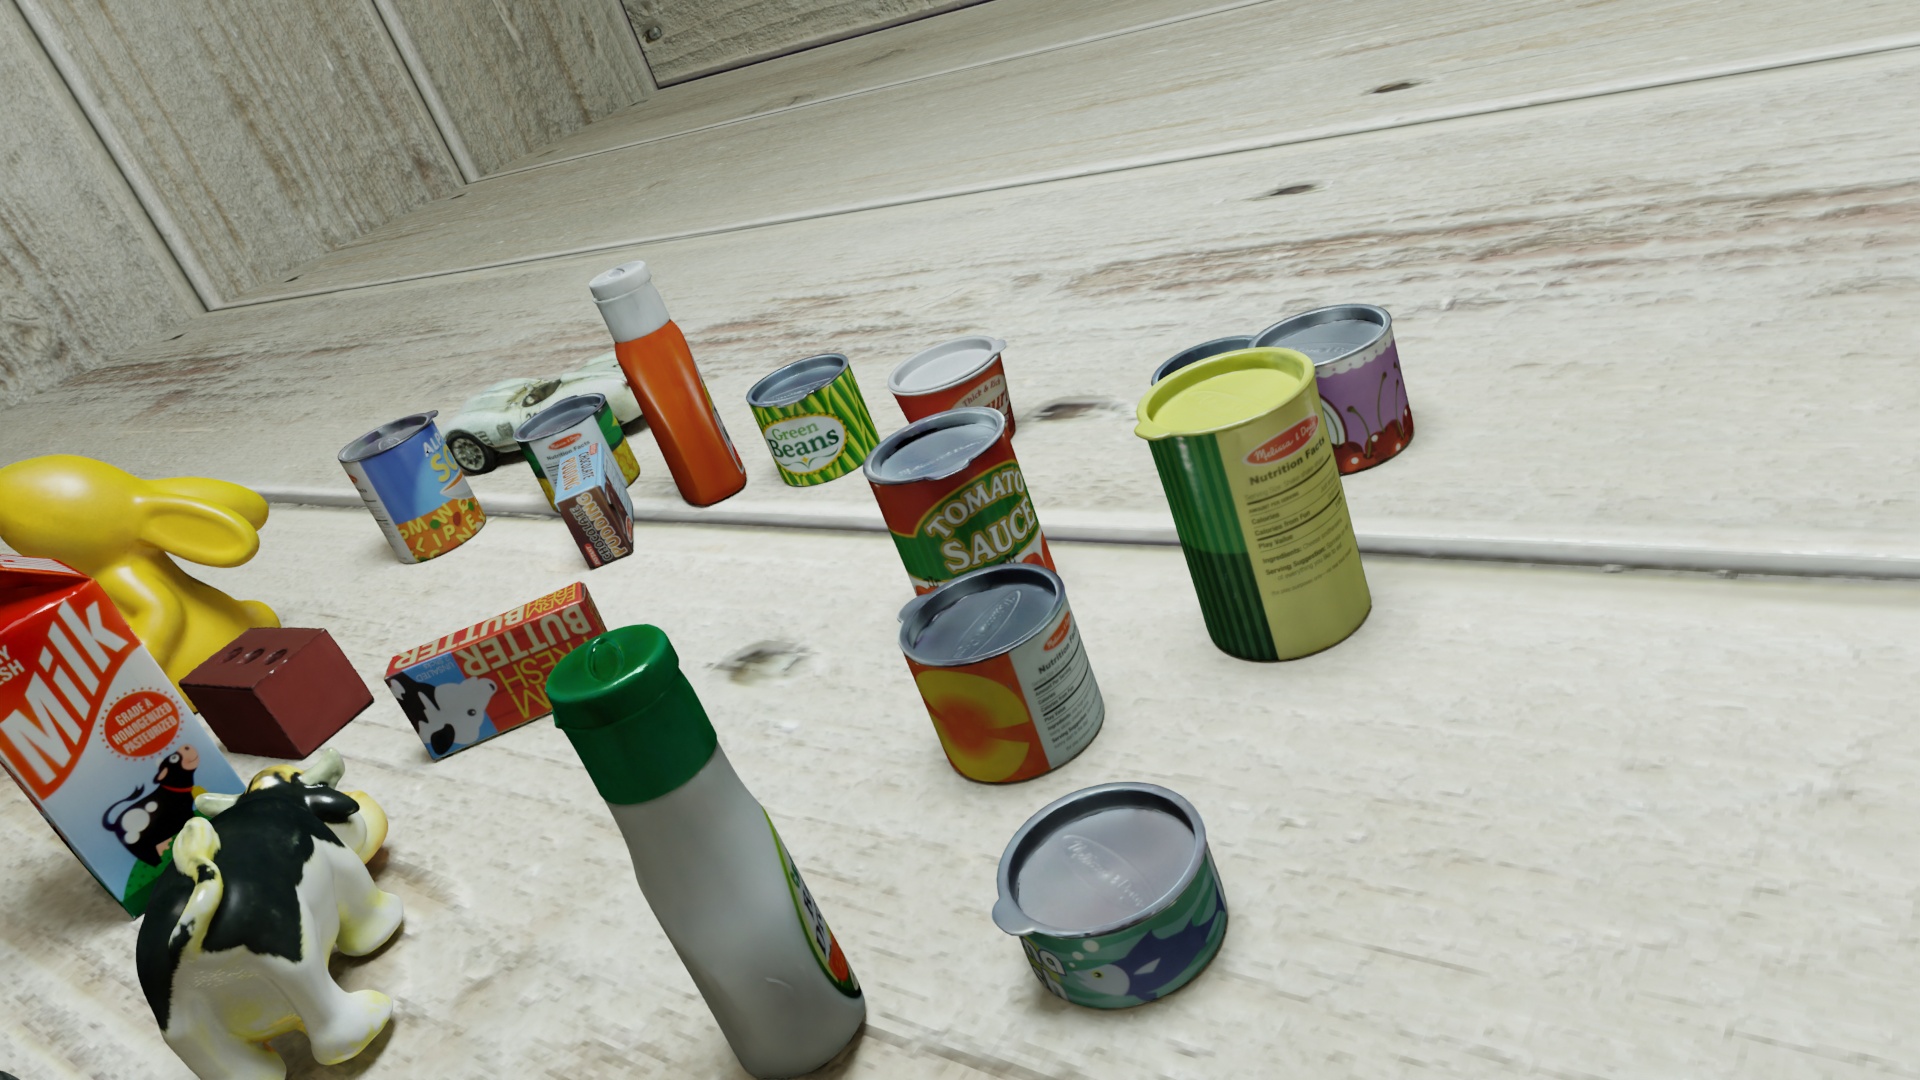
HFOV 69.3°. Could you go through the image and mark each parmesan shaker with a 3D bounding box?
[{"bbox_3d":[0.111,-0.012,0.532,0.071,0.102,0.071,-17,26,9],"label":"parmesan shaker"}]

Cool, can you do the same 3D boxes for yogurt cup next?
[{"bbox_3d":[-0.002,-0.079,0.798,0.072,0.053,0.073,-17,26,9],"label":"yogurt cup"}]

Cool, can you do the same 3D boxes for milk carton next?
[{"bbox_3d":[-0.417,0.076,0.651,0.072,0.189,0.074,8,38,45],"label":"milk carton"}]

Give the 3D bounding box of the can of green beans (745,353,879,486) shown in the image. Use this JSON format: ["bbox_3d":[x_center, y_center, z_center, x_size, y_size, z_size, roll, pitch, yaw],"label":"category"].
[{"bbox_3d":[-0.089,-0.074,0.846,0.071,0.057,0.071,-17,26,9],"label":"can of green beans"}]

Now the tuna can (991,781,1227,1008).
[{"bbox_3d":[0.045,0.110,0.428,0.071,0.032,0.071,-17,26,9],"label":"tuna can"}]

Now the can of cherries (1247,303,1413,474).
[{"bbox_3d":[0.171,-0.069,0.647,0.071,0.058,0.072,-17,26,9],"label":"can of cherries"}]

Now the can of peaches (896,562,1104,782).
[{"bbox_3d":[0.015,0.050,0.534,0.071,0.058,0.071,-17,26,9],"label":"can of peaches"}]

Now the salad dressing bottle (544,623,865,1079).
[{"bbox_3d":[-0.075,0.094,0.414,0.044,0.147,0.064,-26,26,-10],"label":"salad dressing bottle"}]

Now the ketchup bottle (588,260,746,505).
[{"bbox_3d":[-0.180,-0.096,0.853,0.043,0.148,0.065,-27,26,-12],"label":"ketchup bottle"}]

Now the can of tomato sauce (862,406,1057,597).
[{"bbox_3d":[0.002,-0.008,0.626,0.071,0.082,0.071,-17,26,9],"label":"can of tomato sauce"}]

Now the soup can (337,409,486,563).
[{"bbox_3d":[-0.373,-0.037,0.956,0.071,0.083,0.072,-17,26,9],"label":"soup can"}]

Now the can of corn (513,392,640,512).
[{"bbox_3d":[-0.260,-0.061,0.947,0.071,0.058,0.071,-17,26,9],"label":"can of corn"}]

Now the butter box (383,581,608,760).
[{"bbox_3d":[-0.223,0.064,0.688,0.103,0.053,0.024,-23,26,-3],"label":"butter box"}]

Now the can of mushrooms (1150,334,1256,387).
[{"bbox_3d":[0.136,-0.076,0.714,0.071,0.033,0.071,-17,26,9],"label":"can of mushrooms"}]

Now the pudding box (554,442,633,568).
[{"bbox_3d":[-0.226,-0.023,0.860,0.030,0.049,0.084,-23,26,-4],"label":"pudding box"}]
